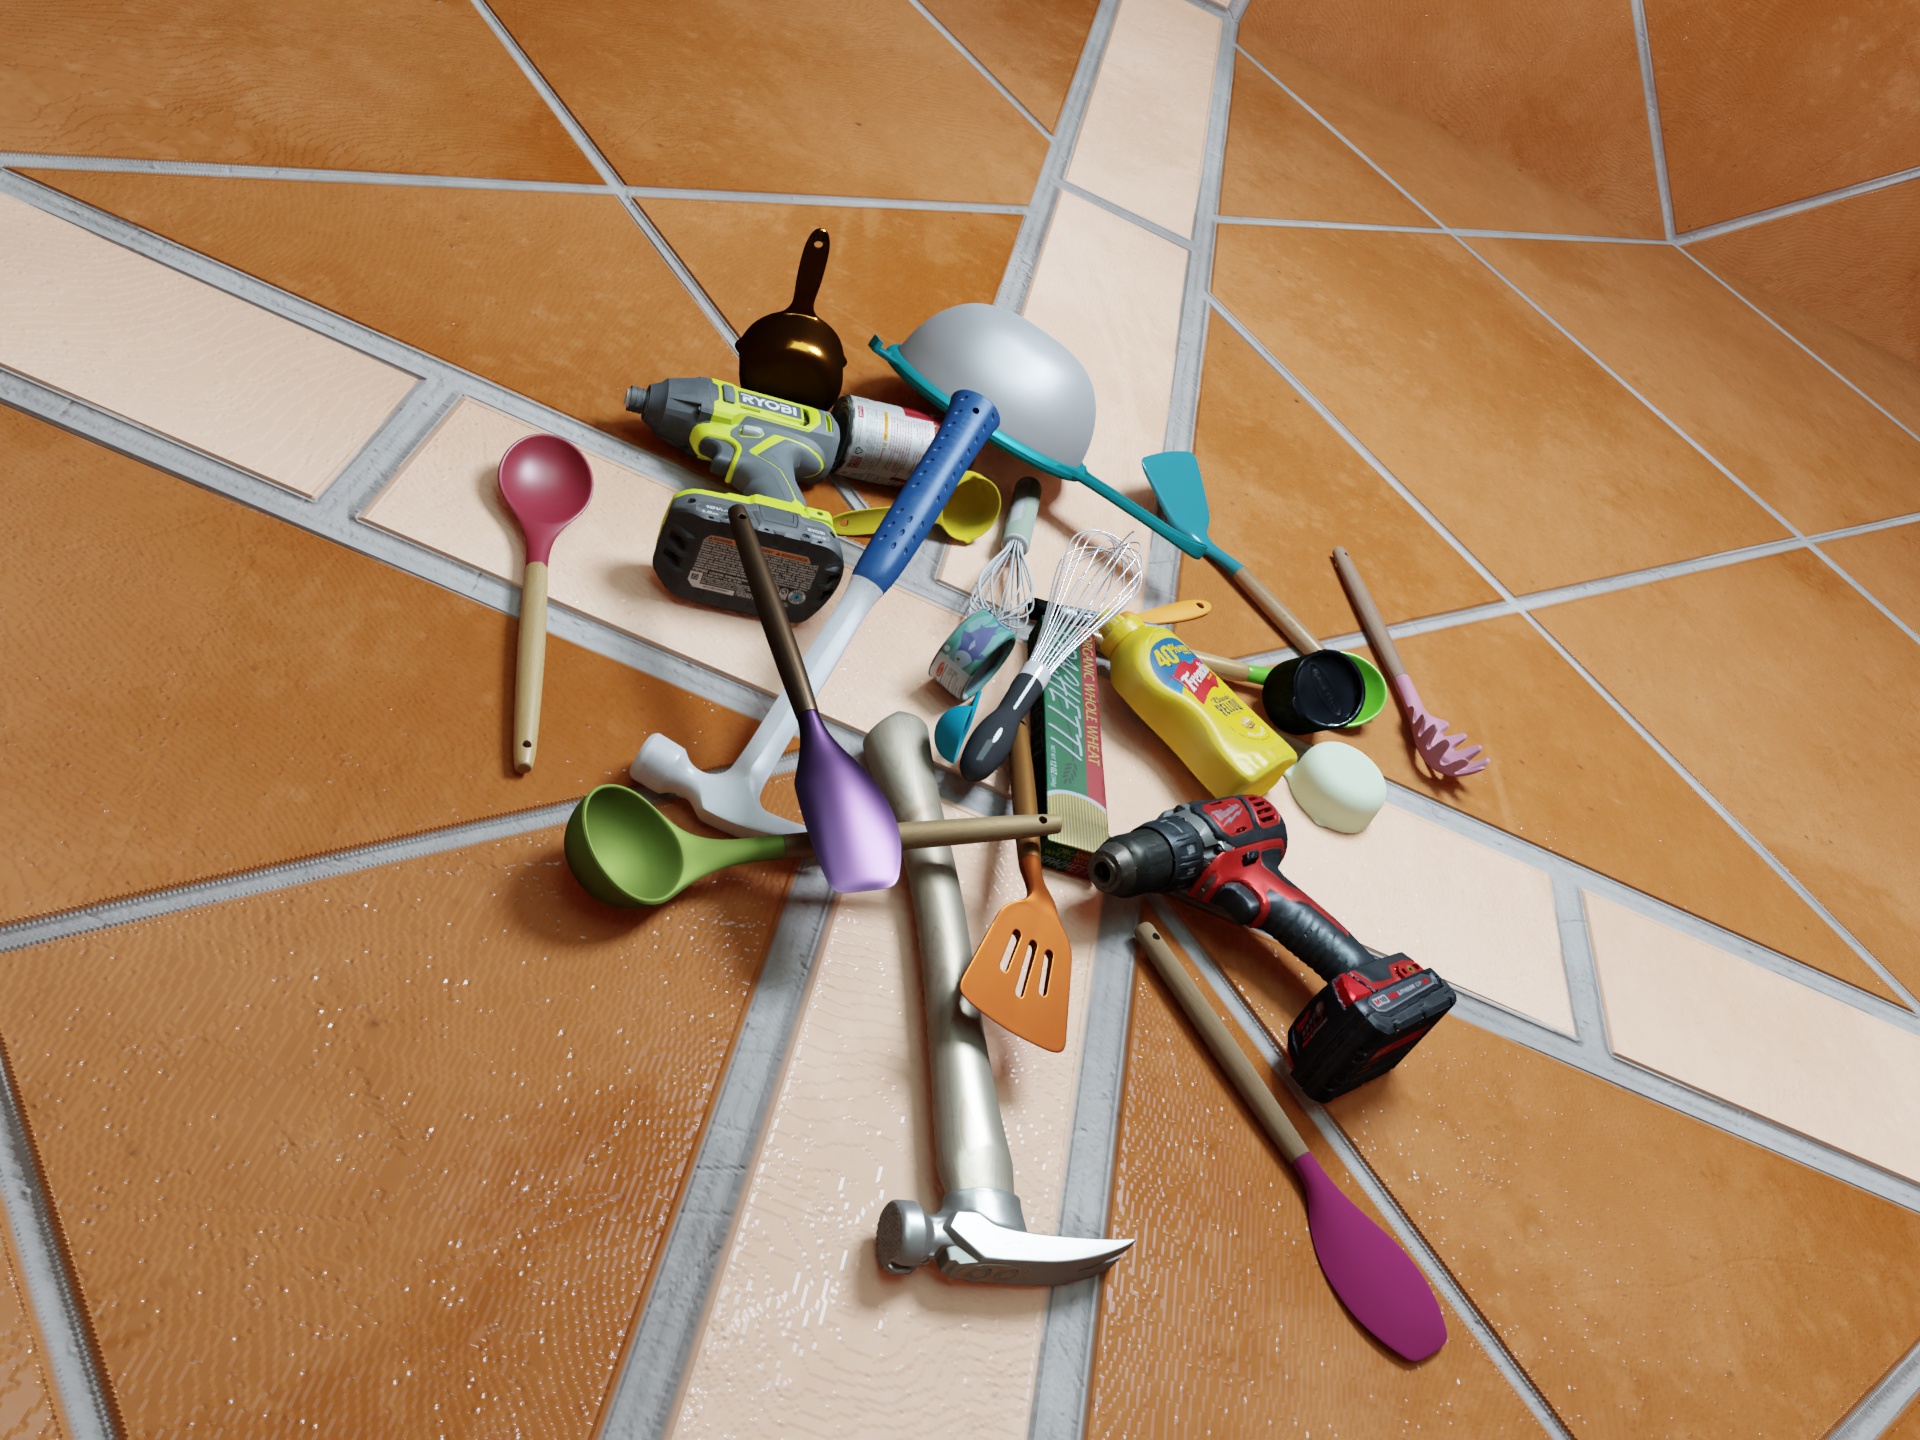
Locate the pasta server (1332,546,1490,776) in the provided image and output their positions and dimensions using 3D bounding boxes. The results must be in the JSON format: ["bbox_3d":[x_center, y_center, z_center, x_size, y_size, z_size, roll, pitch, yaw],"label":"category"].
[{"bbox_3d":[0.402,-0.061,1.464,0.060,0.040,0.317,21,37,-29],"label":"pasta server"}]

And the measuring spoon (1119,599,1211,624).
[{"bbox_3d":[0.181,-0.096,1.388,0.117,0.011,0.021,-13,55,-39],"label":"measuring spoon"}]

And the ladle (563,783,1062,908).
[{"bbox_3d":[-0.082,0.070,0.983,0.320,0.062,0.078,-3,57,-20],"label":"ladle"}]

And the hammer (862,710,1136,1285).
[{"bbox_3d":[-0.001,0.153,0.998,0.146,0.038,0.411,11,42,-22],"label":"hammer"}]

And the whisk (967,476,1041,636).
[{"bbox_3d":[0.044,-0.143,1.334,0.059,0.058,0.247,54,27,-25],"label":"whisk"}]

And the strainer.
[{"bbox_3d":[0.095,-0.271,1.403,0.340,0.095,0.211,36,18,13],"label":"strainer"}]

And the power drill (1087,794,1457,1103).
[{"bbox_3d":[0.205,0.145,1.088,0.187,0.080,0.227,-8,48,-45],"label":"power drill"}]

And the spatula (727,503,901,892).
[{"bbox_3d":[-0.103,-0.023,1.024,0.059,0.018,0.316,-5,54,-27],"label":"spatula"}]

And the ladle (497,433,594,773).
[{"bbox_3d":[-0.290,-0.087,1.089,0.069,0.031,0.316,9,45,-19],"label":"ladle"}]

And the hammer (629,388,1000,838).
[{"bbox_3d":[-0.066,-0.083,1.115,0.144,0.035,0.406,30,59,-2],"label":"hammer"}]

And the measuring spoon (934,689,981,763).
[{"bbox_3d":[-0.002,-0.004,1.148,0.021,0.042,0.129,18,16,2],"label":"measuring spoon"}]

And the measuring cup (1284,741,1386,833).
[{"bbox_3d":[0.272,0.025,1.292,0.167,0.038,0.083,36,40,5],"label":"measuring cup"}]

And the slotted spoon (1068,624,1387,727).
[{"bbox_3d":[0.218,-0.047,1.345,0.313,0.031,0.070,11,71,-17],"label":"slotted spoon"}]

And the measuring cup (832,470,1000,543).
[{"bbox_3d":[-0.041,-0.175,1.321,0.156,0.062,0.029,-10,33,-23],"label":"measuring cup"}]

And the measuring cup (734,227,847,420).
[{"bbox_3d":[-0.129,-0.313,1.287,0.095,0.173,0.052,7,52,-14],"label":"measuring cup"}]

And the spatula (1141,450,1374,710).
[{"bbox_3d":[0.276,-0.125,1.453,0.082,0.044,0.318,-15,57,-44],"label":"spatula"}]

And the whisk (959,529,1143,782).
[{"bbox_3d":[0.068,-0.052,1.200,0.070,0.070,0.285,32,53,3],"label":"whisk"}]

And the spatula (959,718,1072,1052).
[{"bbox_3d":[0.039,0.087,1.069,0.081,0.041,0.323,34,25,-19],"label":"spatula"}]

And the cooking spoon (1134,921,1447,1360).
[{"bbox_3d":[0.202,0.258,1.019,0.068,0.017,0.319,-10,54,-38],"label":"cooking spoon"}]

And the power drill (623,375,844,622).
[{"bbox_3d":[-0.174,-0.183,1.225,0.171,0.080,0.223,12,39,-21],"label":"power drill"}]
